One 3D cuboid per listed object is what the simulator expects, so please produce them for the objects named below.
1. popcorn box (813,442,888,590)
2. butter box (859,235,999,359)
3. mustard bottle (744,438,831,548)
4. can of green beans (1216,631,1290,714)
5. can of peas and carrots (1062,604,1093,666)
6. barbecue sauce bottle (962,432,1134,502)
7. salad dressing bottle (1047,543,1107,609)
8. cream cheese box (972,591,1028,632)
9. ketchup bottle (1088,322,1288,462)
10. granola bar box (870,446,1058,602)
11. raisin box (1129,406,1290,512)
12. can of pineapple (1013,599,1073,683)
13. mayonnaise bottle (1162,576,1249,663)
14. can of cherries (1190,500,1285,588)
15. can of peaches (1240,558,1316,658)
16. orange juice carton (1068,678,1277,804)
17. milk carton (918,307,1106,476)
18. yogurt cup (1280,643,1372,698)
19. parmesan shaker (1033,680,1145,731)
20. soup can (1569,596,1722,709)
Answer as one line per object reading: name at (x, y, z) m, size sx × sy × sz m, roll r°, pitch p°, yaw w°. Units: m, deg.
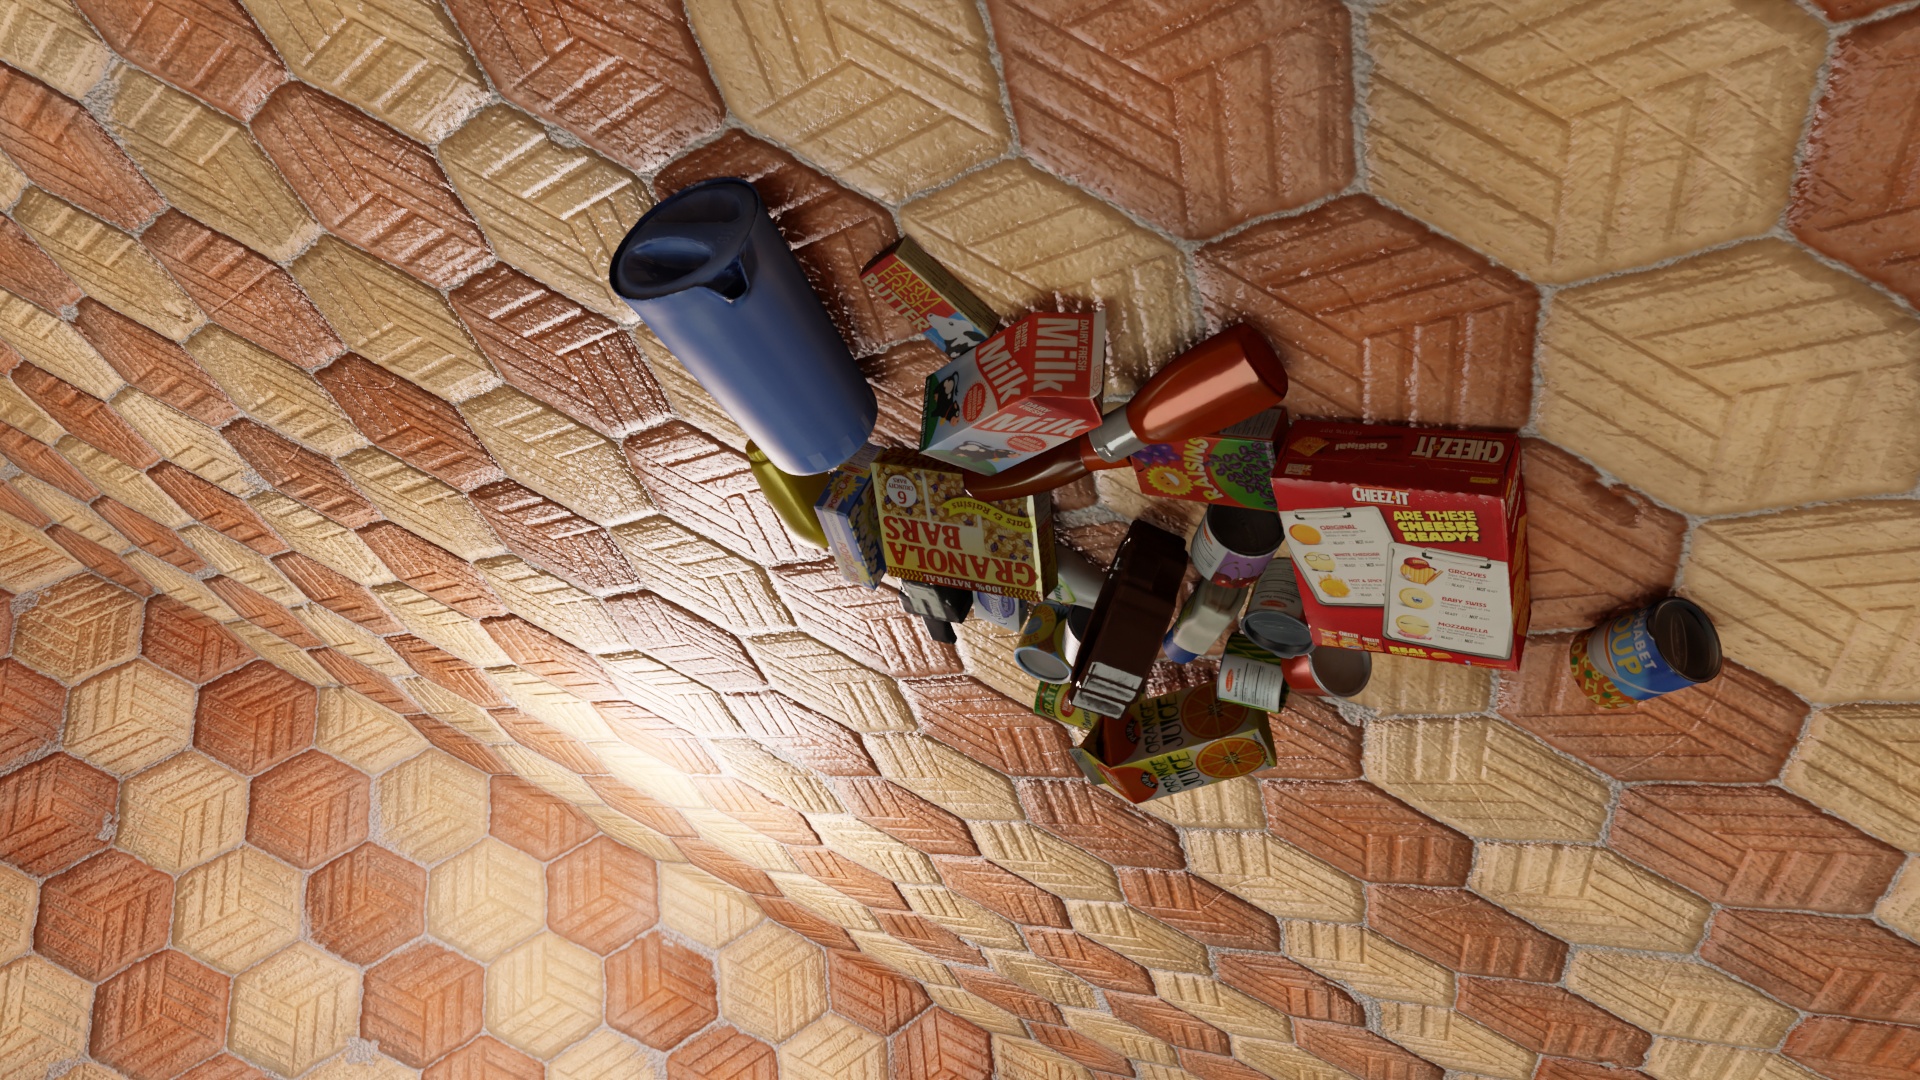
popcorn box at (-0.091, -0.024, 1.331) m, size 0.038 × 0.085 × 0.126 m, roll 15°, pitch 149°, yaw 21°
butter box at (-0.024, -0.189, 1.083) m, size 0.103 × 0.024 × 0.053 m, roll 39°, pitch 147°, yaw -21°
mustard bottle at (-0.168, -0.064, 1.356) m, size 0.049 × 0.066 × 0.159 m, roll -6°, pitch 131°, yaw 35°
can of green beans at (0.276, 0.123, 1.293) m, size 0.058 × 0.071 × 0.071 m, roll 12°, pitch 147°, yaw 22°
can of peas and carrots at (0.136, 0.090, 1.354) m, size 0.071 × 0.071 × 0.058 m, roll 20°, pitch 150°, yaw 10°
barbecue sauce bottle at (0.074, -0.071, 1.156) m, size 0.148 × 0.065 × 0.043 m, roll -7°, pitch 156°, yaw 31°
salad dressing bottle at (0.109, 0.039, 1.314) m, size 0.148 × 0.044 × 0.064 m, roll 23°, pitch 149°, yaw 6°
cream cheese box at (0.040, 0.051, 1.408) m, size 0.053 × 0.024 × 0.103 m, roll 19°, pitch 149°, yaw 16°
ketchup bottle at (0.162, -0.101, 1.019) m, size 0.148 × 0.044 × 0.064 m, roll -26°, pitch 117°, yaw 36°
granola bar box at (0.005, -0.016, 1.273) m, size 0.165 × 0.039 × 0.123 m, roll 9°, pitch 122°, yaw 28°
raisin box at (0.195, -0.068, 1.086) m, size 0.123 × 0.040 × 0.085 m, roll 9°, pitch 147°, yaw 29°
can of pineapple at (0.093, 0.104, 1.414) m, size 0.071 × 0.058 × 0.070 m, roll 20°, pitch 149°, yaw 12°
mayonnaise bottle at (0.220, 0.071, 1.263) m, size 0.041 × 0.065 × 0.147 m, roll 24°, pitch 154°, yaw 3°
can of cherries at (0.229, -0.002, 1.136) m, size 0.071 × 0.072 × 0.058 m, roll 23°, pitch 150°, yaw 7°
can of peaches at (0.282, 0.058, 1.197) m, size 0.071 × 0.058 × 0.071 m, roll 19°, pitch 149°, yaw 12°
orange juice carton at (0.210, 0.203, 1.387) m, size 0.192 × 0.073 × 0.071 m, roll -18°, pitch 133°, yaw 16°
milk carton at (0.050, -0.115, 1.071) m, size 0.073 × 0.072 × 0.190 m, roll 17°, pitch 157°, yaw -31°
yogurt cup at (0.324, 0.109, 1.239) m, size 0.072 × 0.072 × 0.053 m, roll 35°, pitch 157°, yaw -14°
parmesan shaker at (0.137, 0.165, 1.471) m, size 0.103 × 0.071 × 0.071 m, roll 17°, pitch 149°, yaw 15°
soup can at (0.513, 0.085, 1.048) m, size 0.071 × 0.072 × 0.083 m, roll 32°, pitch 150°, yaw -9°
